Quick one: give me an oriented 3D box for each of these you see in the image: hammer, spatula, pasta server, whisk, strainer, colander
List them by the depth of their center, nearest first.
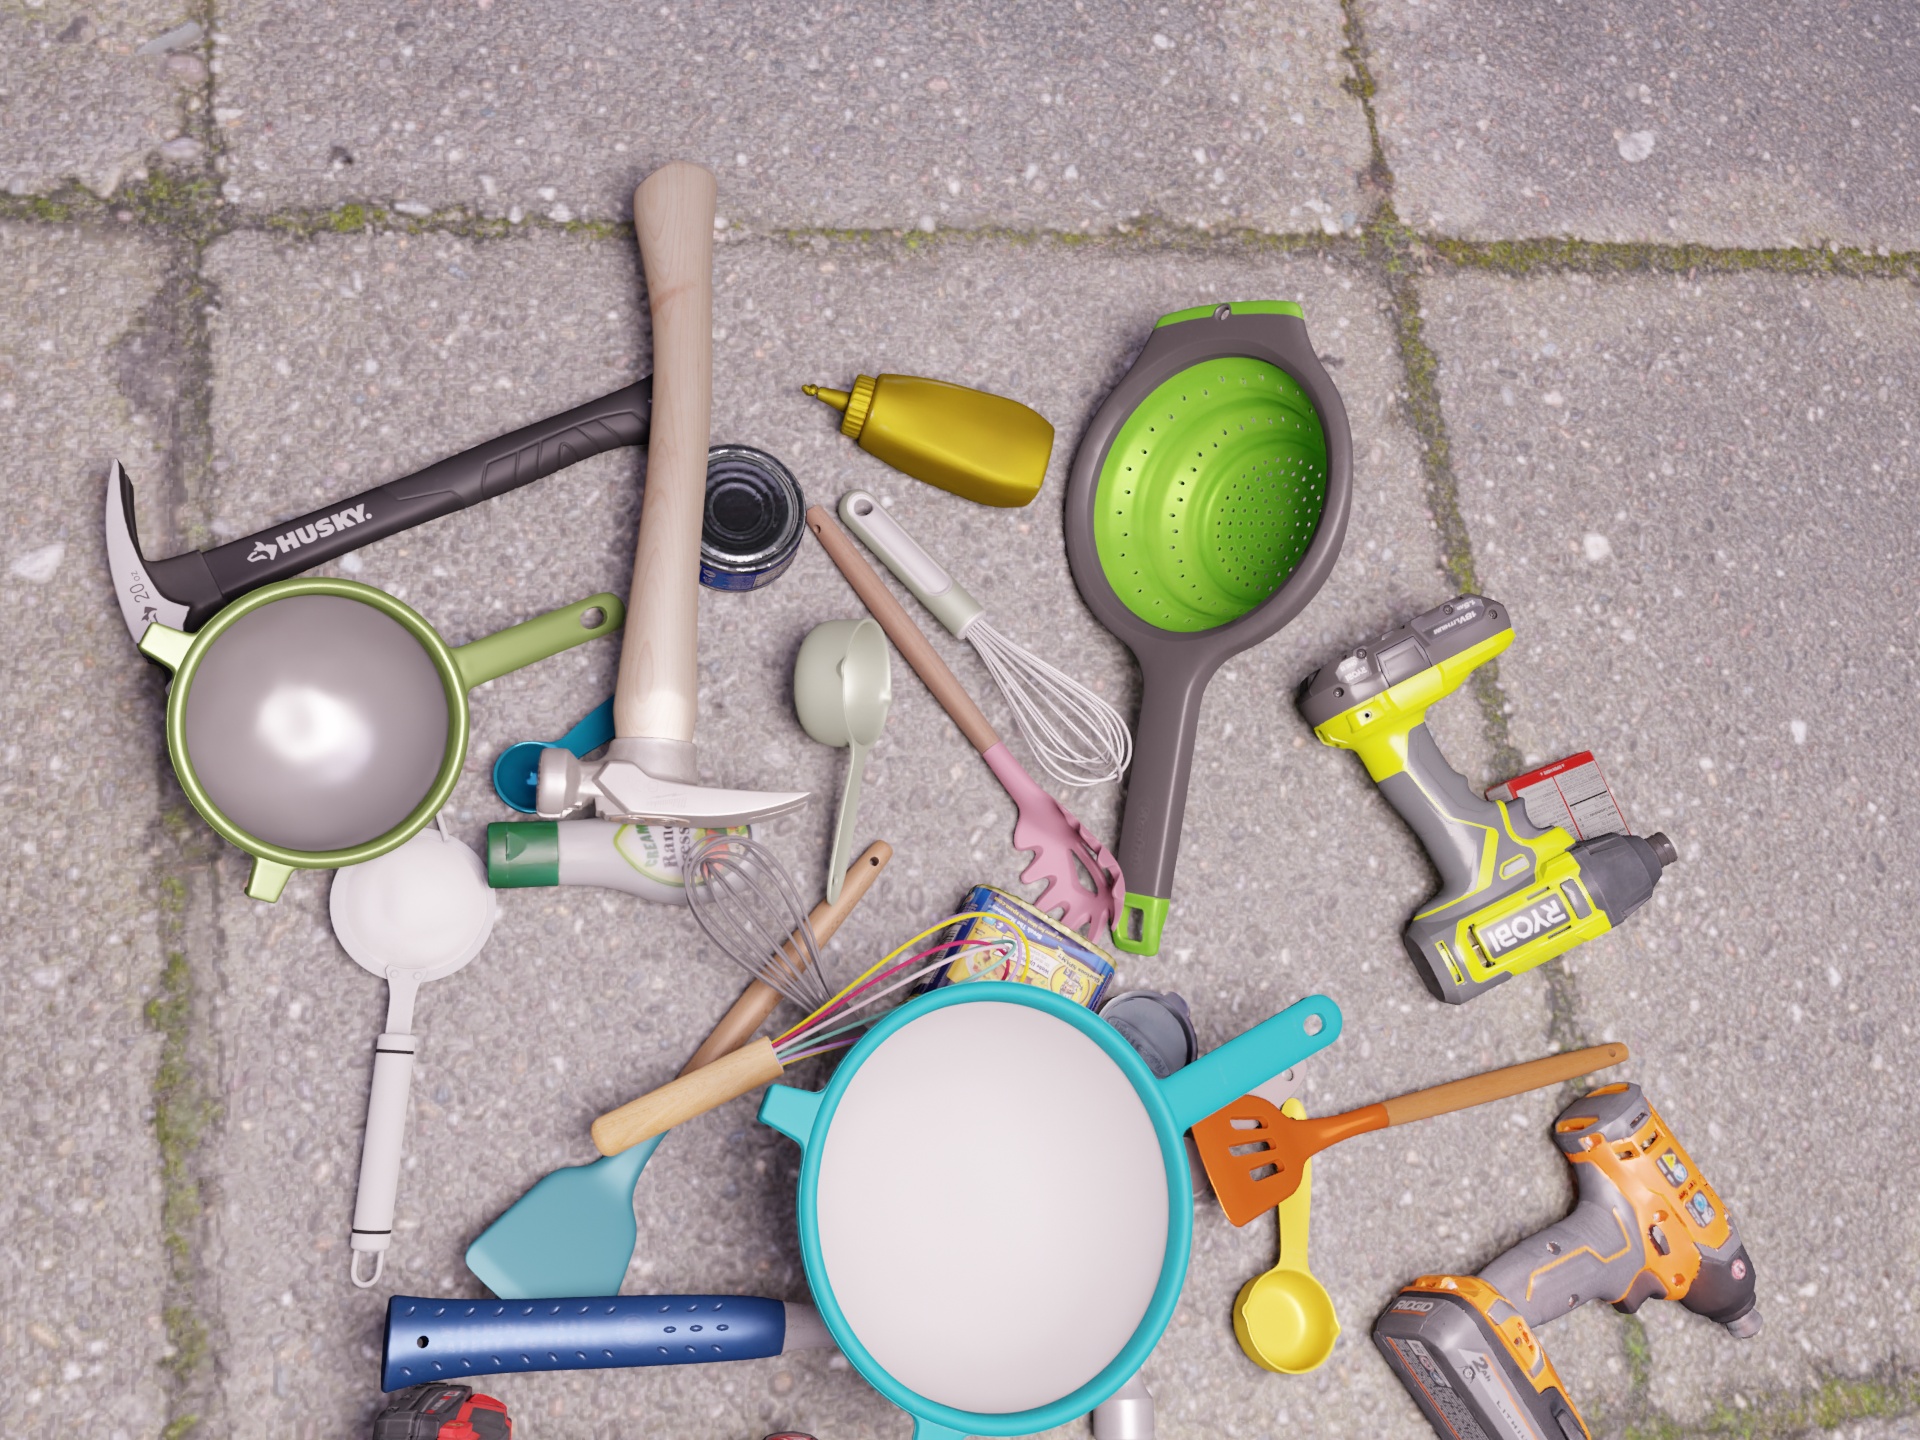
[{"bbox_3d":[-0.082,0.306,0.820,0.405,0.035,0.144,7,72,-22],"label":"hammer"},{"bbox_3d":[-0.075,0.167,0.826,0.245,0.051,0.047,-25,111,-7],"label":"whisk"},{"bbox_3d":[-0.294,0.162,0.835,0.086,0.050,0.258,10,75,-27],"label":"strainer"},{"bbox_3d":[0.057,0.224,0.836,0.340,0.095,0.211,-20,83,-31],"label":"strainer"},{"bbox_3d":[-0.132,0.185,0.867,0.082,0.044,0.317,41,67,-6],"label":"spatula"},{"bbox_3d":[-0.071,0.159,0.870,0.055,0.055,0.239,-40,104,-21],"label":"whisk"},{"bbox_3d":[-0.306,-0.019,0.872,0.256,0.069,0.151,-27,106,-35],"label":"strainer"},{"bbox_3d":[-0.315,-0.133,0.916,0.335,0.035,0.146,-27,83,-20],"label":"hammer"},{"bbox_3d":[-0.156,-0.140,0.920,0.146,0.038,0.411,4,72,-13],"label":"hammer"},{"bbox_3d":[0.278,0.230,0.957,0.322,0.041,0.081,-8,64,-21],"label":"spatula"},{"bbox_3d":[-0.002,-0.003,0.959,0.316,0.060,0.040,53,35,7],"label":"pasta server"},{"bbox_3d":[0.012,-0.053,0.966,0.058,0.059,0.246,-41,80,-17],"label":"whisk"},{"bbox_3d":[0.158,-0.052,0.984,0.094,0.205,0.397,12,87,-47],"label":"colander"}]

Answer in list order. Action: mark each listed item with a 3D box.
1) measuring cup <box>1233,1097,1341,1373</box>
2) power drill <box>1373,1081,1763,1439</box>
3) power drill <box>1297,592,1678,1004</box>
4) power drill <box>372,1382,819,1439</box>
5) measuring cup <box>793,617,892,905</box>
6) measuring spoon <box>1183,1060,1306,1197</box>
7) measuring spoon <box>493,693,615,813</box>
[{"bbox_3d":[0.189,0.301,0.933,0.062,0.029,0.157,15,59,-12],"label":"measuring cup"},{"bbox_3d":[0.371,0.344,0.935,0.226,0.084,0.164,-33,85,-24],"label":"power drill"},{"bbox_3d":[0.326,0.042,0.994,0.171,0.080,0.223,-27,83,0],"label":"power drill"},{"bbox_3d":[-0.163,0.371,0.761,0.219,0.143,0.079,6,74,-6],"label":"power drill"},{"bbox_3d":[-0.076,0.022,0.919,0.038,0.083,0.168,4,79,18],"label":"measuring cup"},{"bbox_3d":[0.162,0.239,0.947,0.124,0.018,0.034,-33,83,-27],"label":"measuring spoon"},{"bbox_3d":[-0.213,0.010,0.915,0.042,0.021,0.128,48,60,3],"label":"measuring spoon"}]
